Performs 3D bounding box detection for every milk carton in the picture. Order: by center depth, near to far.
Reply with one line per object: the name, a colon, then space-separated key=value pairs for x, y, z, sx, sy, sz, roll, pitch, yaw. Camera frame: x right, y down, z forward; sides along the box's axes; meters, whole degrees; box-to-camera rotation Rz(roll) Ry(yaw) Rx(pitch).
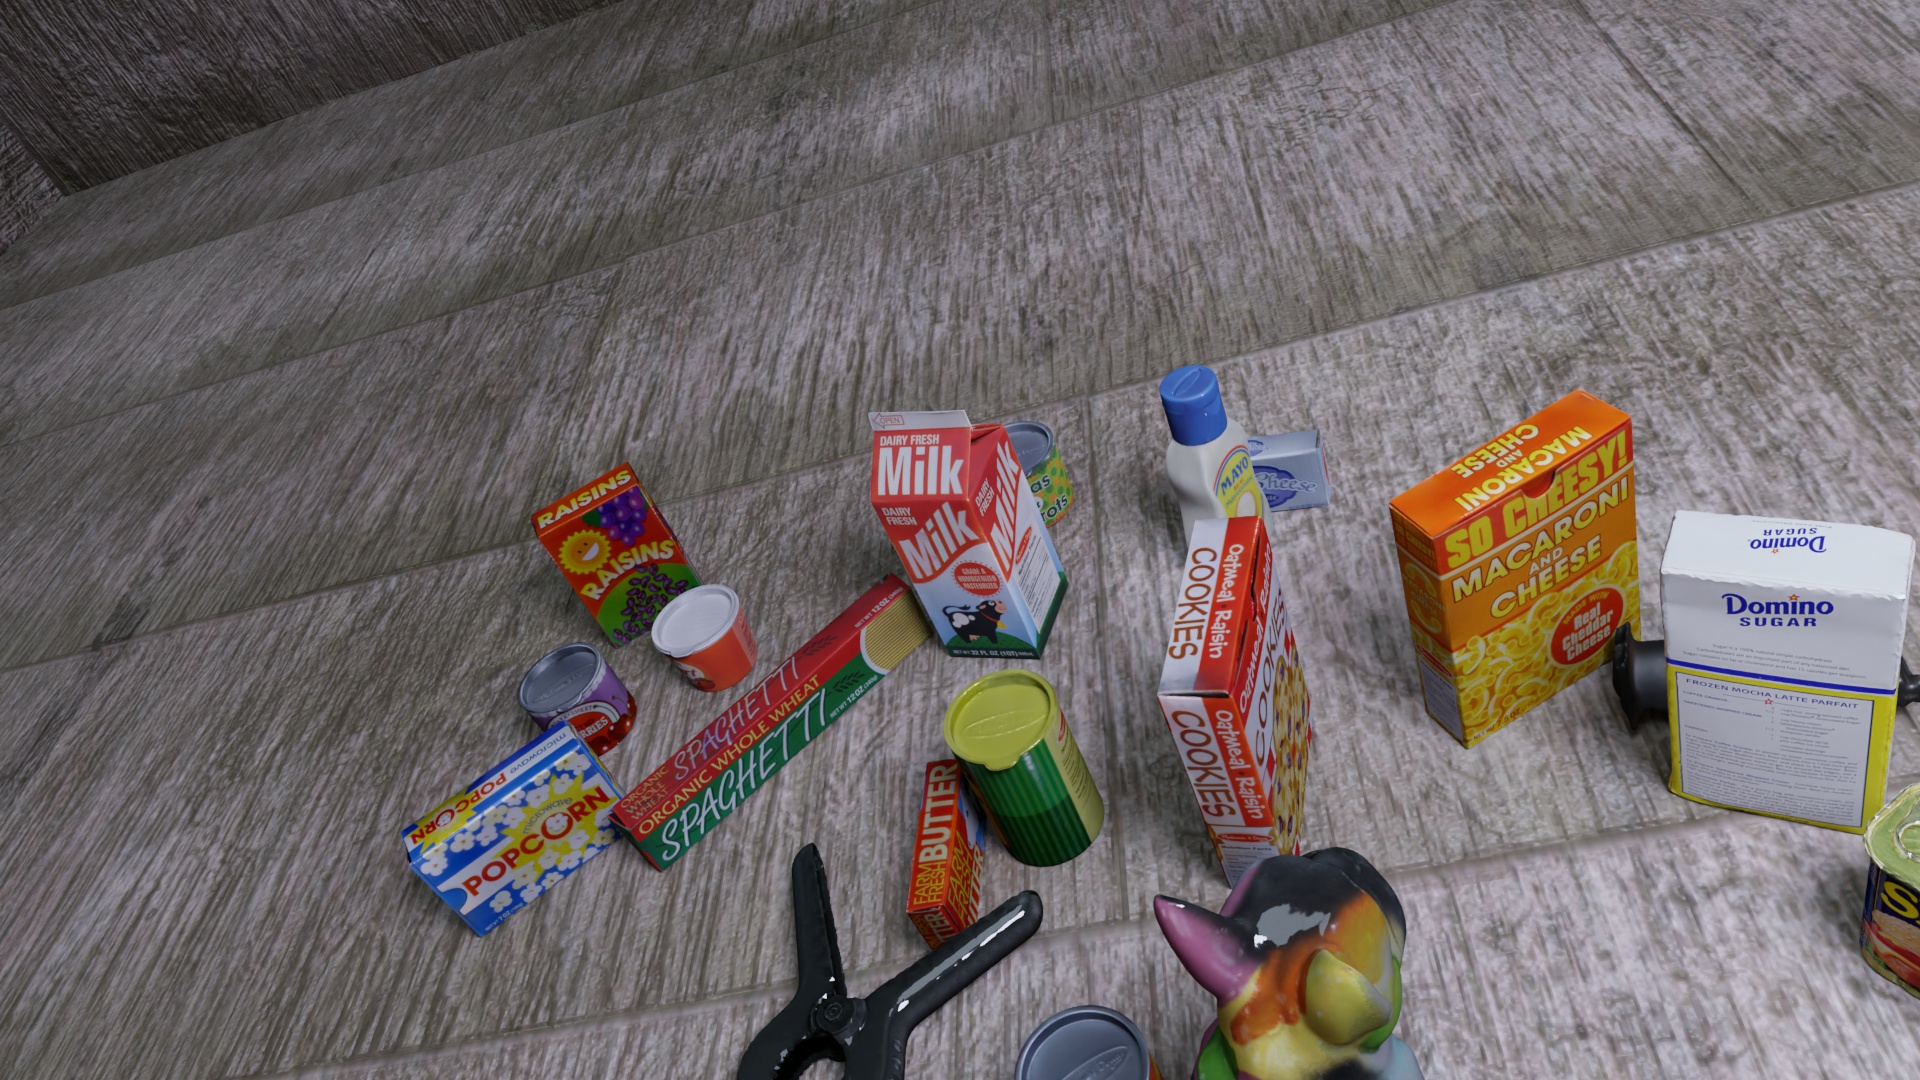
milk carton: x=0.003 y=-0.011 z=0.911 sx=0.072 sy=0.189 sz=0.074 roll=0 pitch=44 yaw=27

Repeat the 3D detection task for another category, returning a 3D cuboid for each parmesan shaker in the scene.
parmesan shaker: x=0.038 y=0.134 z=0.796 sx=0.071 sy=0.102 sz=0.072 roll=-14 pitch=39 yaw=12

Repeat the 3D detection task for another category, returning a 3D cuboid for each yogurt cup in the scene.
yogurt cup: x=-0.184 y=0.074 z=1.018 sx=0.072 sy=0.053 sz=0.073 roll=-14 pitch=39 yaw=12

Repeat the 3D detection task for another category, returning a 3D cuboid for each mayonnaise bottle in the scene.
mayonnaise bottle: x=0.163 y=-0.045 z=0.901 sx=0.041 sy=0.147 sz=0.065 roll=20 pitch=56 yaw=41

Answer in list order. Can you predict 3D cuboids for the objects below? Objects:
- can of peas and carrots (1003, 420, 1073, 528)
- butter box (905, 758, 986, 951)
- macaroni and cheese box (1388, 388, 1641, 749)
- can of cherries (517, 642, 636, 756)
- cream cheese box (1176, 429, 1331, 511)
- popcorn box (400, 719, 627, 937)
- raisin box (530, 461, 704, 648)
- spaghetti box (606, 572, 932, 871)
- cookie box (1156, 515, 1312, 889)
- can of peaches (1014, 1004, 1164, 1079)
can of peas and carrots: x=0.046 y=-0.045 z=1.033 sx=0.071 sy=0.058 sz=0.071 roll=-14 pitch=39 yaw=12
butter box: x=-0.006 y=0.183 z=0.802 sx=0.024 sy=0.053 sz=0.104 roll=-11 pitch=40 yaw=17
macaroni and cheese box: x=0.301 y=0.019 z=0.742 sx=0.124 sy=0.165 sz=0.040 roll=-30 pitch=39 yaw=-7
can of cherries: x=-0.278 y=0.119 z=1.010 sx=0.071 sy=0.058 sz=0.072 roll=-14 pitch=39 yaw=12
cream cheese box: x=0.199 y=-0.044 z=0.957 sx=0.104 sy=0.053 sz=0.024 roll=-6 pitch=42 yaw=22
popcorn box: x=-0.287 y=0.189 z=0.914 sx=0.127 sy=0.085 sz=0.038 roll=-36 pitch=40 yaw=-14
raisin box: x=-0.262 y=0.012 z=1.074 sx=0.086 sy=0.123 sz=0.040 roll=-30 pitch=39 yaw=-7
spaghetti box: x=-0.123 y=0.120 z=0.937 sx=0.251 sy=0.050 sz=0.029 roll=-41 pitch=41 yaw=-20
cookie box: x=0.152 y=0.088 z=0.739 sx=0.040 sy=0.166 sz=0.123 roll=-4 pitch=43 yaw=24
can of peaches: x=0.066 y=0.268 z=0.663 sx=0.071 sy=0.057 sz=0.071 roll=-14 pitch=39 yaw=12
